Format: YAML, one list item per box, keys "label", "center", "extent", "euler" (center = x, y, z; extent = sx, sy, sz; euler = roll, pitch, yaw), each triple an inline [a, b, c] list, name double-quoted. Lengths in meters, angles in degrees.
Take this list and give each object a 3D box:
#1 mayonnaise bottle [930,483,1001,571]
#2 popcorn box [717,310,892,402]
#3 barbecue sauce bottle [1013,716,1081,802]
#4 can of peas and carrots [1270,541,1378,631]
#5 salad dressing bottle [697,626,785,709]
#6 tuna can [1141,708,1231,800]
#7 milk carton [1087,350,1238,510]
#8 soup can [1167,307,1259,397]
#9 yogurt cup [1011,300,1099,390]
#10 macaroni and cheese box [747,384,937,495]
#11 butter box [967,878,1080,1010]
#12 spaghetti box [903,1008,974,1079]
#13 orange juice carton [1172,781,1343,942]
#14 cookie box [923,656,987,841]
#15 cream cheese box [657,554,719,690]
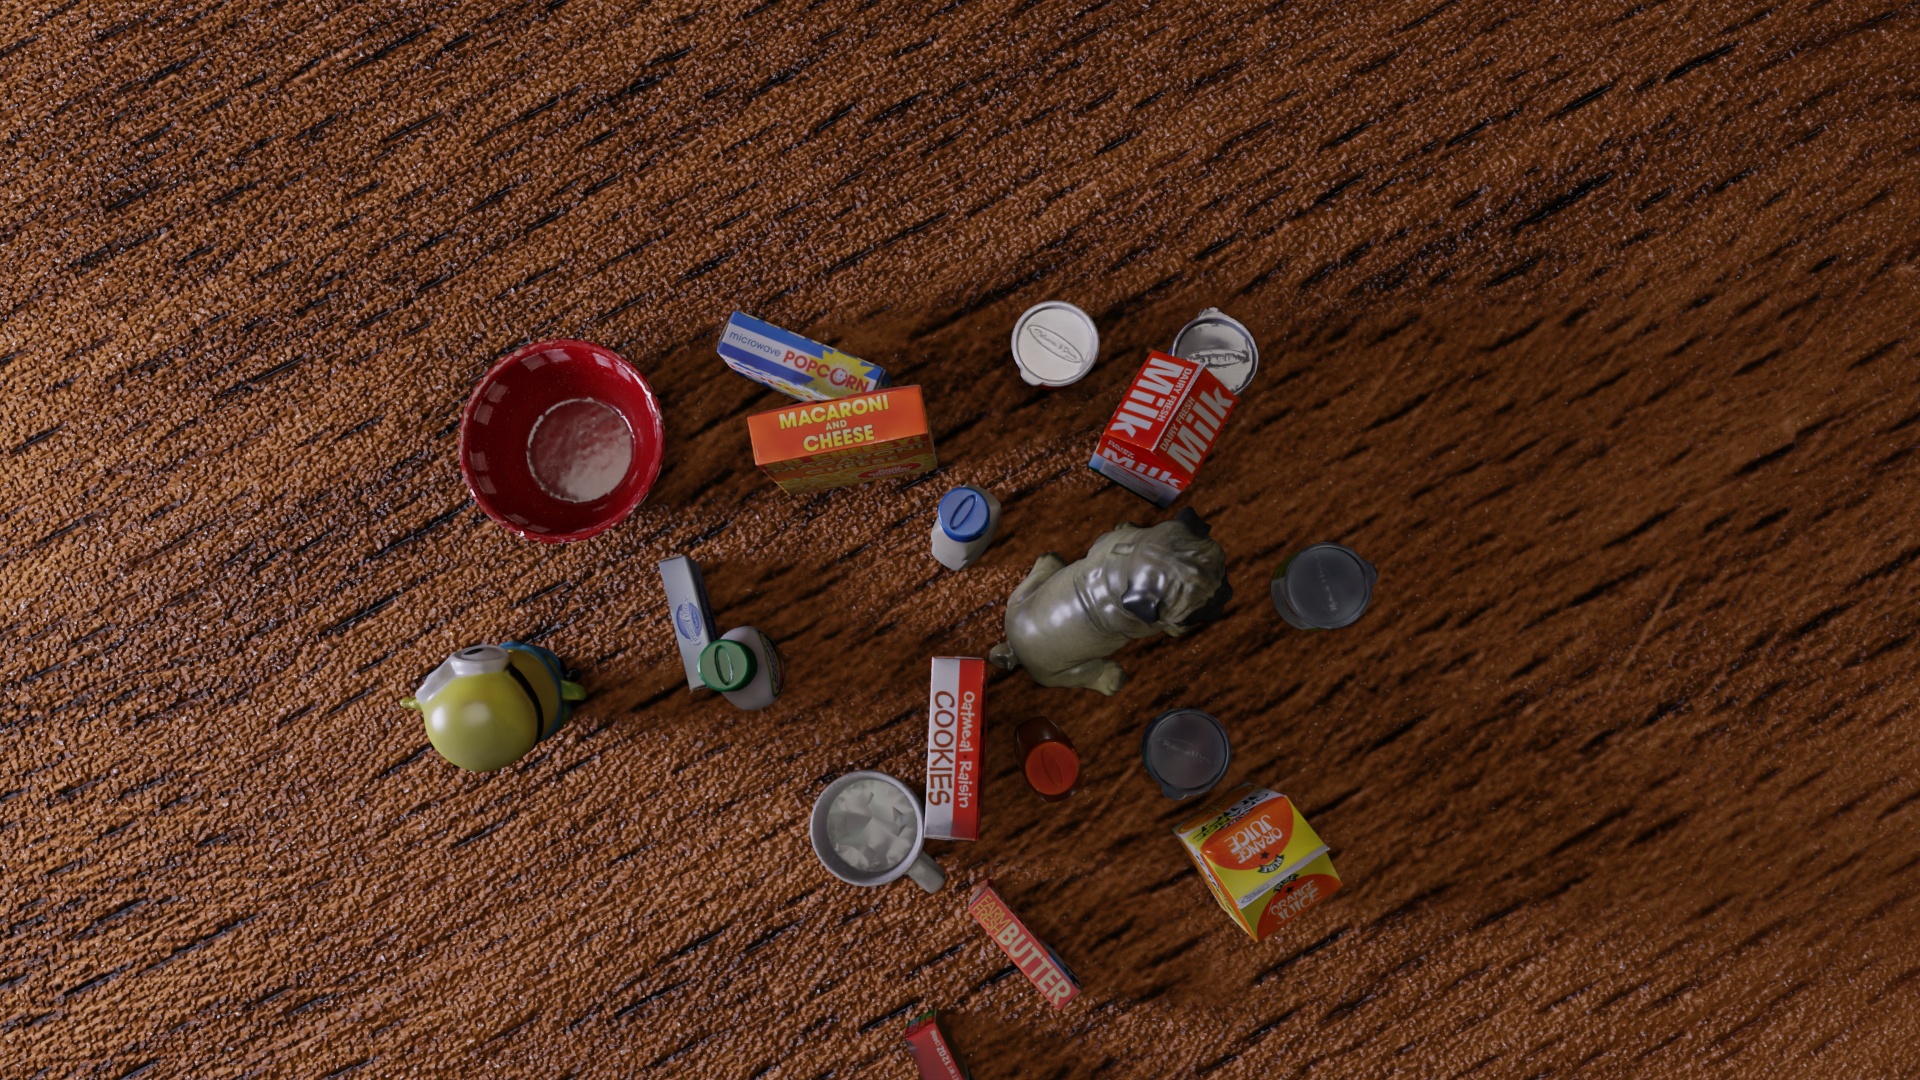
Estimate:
- label: "mayonnaise bottle"
  center: [0.004, -0.013, 1.039]
  extent: [0.041, 0.148, 0.065]
  euler: [34, 86, 4]
- label: "popcorn box"
  center: [-0.120, -0.132, 1.086]
  extent: [0.127, 0.085, 0.038]
  euler: [22, 85, 3]
- label: "barbecue sauce bottle"
  center: [0.065, 0.162, 1.018]
  extent: [0.044, 0.148, 0.065]
  euler: [-24, 84, -1]
- label: "can of peas and carrots"
  center: [0.280, 0.036, 1.073]
  extent: [0.071, 0.058, 0.071]
  euler: [0, 84, 1]
- label: "salad dressing bottle"
  center: [-0.162, 0.094, 1.030]
  extent: [0.044, 0.147, 0.064]
  euler: [-13, 84, 0]
- label: "tuna can"
  center: [0.173, 0.165, 1.074]
  extent: [0.071, 0.033, 0.071]
  euler: [0, 84, 1]
- label: "milk carton"
  center: [0.148, -0.081, 1.023]
  extent: [0.073, 0.190, 0.072]
  euler: [30, 86, 4]
- label: "soup can"
  center: [0.192, -0.136, 1.082]
  extent: [0.071, 0.083, 0.071]
  euler: [0, 84, 1]
- label: "yogurt cup"
  center: [0.074, -0.151, 1.101]
  extent: [0.072, 0.054, 0.072]
  euler: [0, 84, 1]
- label: "macaroni and cheese box"
  center: [-0.084, -0.073, 1.038]
  extent: [0.124, 0.166, 0.040]
  euler: [-11, 84, 0]
- label: "butter box"
  center: [0.047, 0.304, 1.050]
  extent: [0.024, 0.053, 0.103]
  euler: [-42, 85, -3]
- label: "spaghetti box"
  center: [0.027, 0.471, 1.032]
  extent: [0.029, 0.050, 0.250]
  euler: [-28, 84, -2]
- label: "orange juice carton"
  center: [0.211, 0.226, 0.986]
  extent: [0.072, 0.192, 0.073]
  euler: [-32, 84, -2]
- label: "cookie box"
  center: [-0.001, 0.147, 1.011]
  extent: [0.040, 0.167, 0.123]
  euler: [2, 84, 1]
- label: "cream cheese box"
  center: [-0.207, 0.065, 1.081]
  extent: [0.024, 0.053, 0.104]
  euler: [-16, 84, 0]
